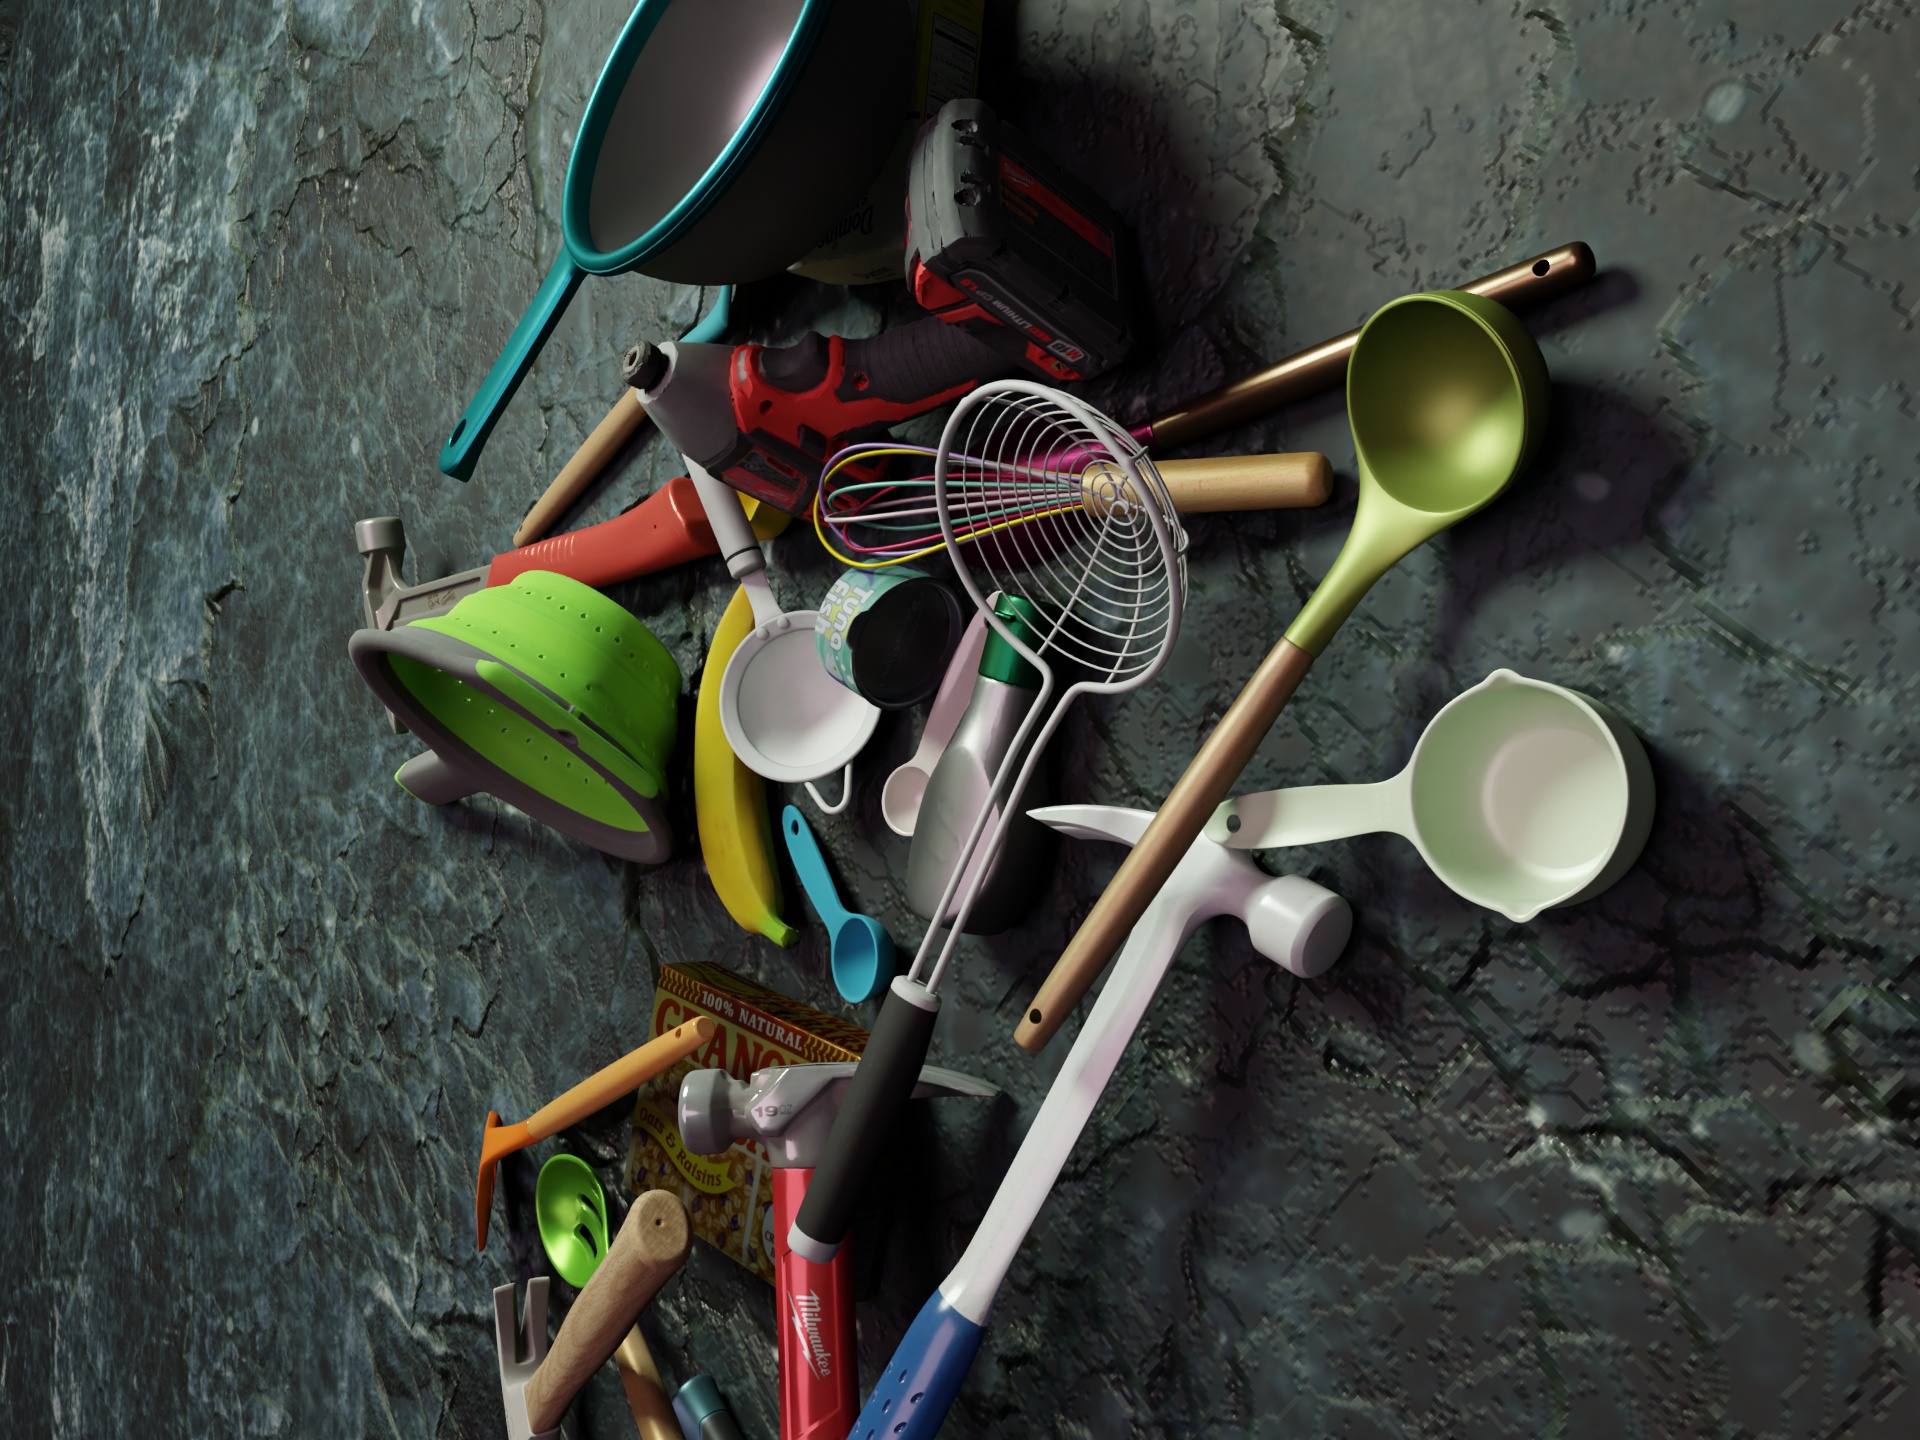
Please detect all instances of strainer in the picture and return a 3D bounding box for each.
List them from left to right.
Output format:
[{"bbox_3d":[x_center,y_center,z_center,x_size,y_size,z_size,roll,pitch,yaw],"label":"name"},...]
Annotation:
[{"bbox_3d":[-0.126,-0.234,0.752,0.340,0.095,0.211,-50,40,21],"label":"strainer"},{"bbox_3d":[-0.102,-0.072,0.800,0.087,0.050,0.258,-25,81,11],"label":"strainer"}]

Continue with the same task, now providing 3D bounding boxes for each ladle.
[{"bbox_3d":[0.102,-0.007,0.577,0.078,0.062,0.320,43,106,38],"label":"ladle"}]

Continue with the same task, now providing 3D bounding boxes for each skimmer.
[{"bbox_3d":[-0.013,0.052,0.624,0.127,0.090,0.363,28,99,39],"label":"skimmer"}]

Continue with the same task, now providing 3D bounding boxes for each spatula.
[{"bbox_3d":[-0.214,0.220,0.880,0.322,0.041,0.081,-35,45,42],"label":"spatula"},{"bbox_3d":[-0.196,-0.197,0.936,0.317,0.044,0.082,-39,41,37],"label":"spatula"}]

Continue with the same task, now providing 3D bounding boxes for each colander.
[{"bbox_3d":[-0.262,-0.006,0.945,0.397,0.204,0.094,-13,41,59],"label":"colander"}]

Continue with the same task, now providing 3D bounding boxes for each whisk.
[{"bbox_3d":[0.037,-0.092,0.673,0.245,0.051,0.047,2,62,32],"label":"whisk"}]

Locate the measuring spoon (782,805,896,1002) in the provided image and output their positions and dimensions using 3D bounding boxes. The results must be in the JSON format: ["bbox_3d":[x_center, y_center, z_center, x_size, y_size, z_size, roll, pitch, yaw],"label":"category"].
[{"bbox_3d":[-0.060,0.087,0.793,0.042,0.021,0.129,-62,39,29],"label":"measuring spoon"}]

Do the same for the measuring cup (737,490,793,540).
[{"bbox_3d":[-0.126,-0.149,0.881,0.062,0.029,0.157,-62,37,20],"label":"measuring cup"}]

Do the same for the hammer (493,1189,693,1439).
[{"bbox_3d":[-0.188,0.309,0.794,0.331,0.031,0.130,-58,45,46],"label":"hammer"}]

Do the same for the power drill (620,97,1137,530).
[{"bbox_3d":[-0.042,-0.167,0.709,0.219,0.143,0.079,-25,55,39],"label":"power drill"}]

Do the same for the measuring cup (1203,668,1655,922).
[{"bbox_3d":[0.161,0.031,0.561,0.167,0.038,0.083,-11,78,47],"label":"measuring cup"}]

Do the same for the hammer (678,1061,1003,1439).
[{"bbox_3d":[-0.043,0.343,0.677,0.143,0.038,0.386,-4,80,8],"label":"hammer"}]

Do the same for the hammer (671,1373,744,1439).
[{"bbox_3d":[-0.050,0.444,0.728,0.331,0.033,0.128,43,116,39],"label":"hammer"}]

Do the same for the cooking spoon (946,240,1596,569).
[{"bbox_3d":[0.102,-0.126,0.648,0.319,0.017,0.069,-16,76,44],"label":"cooking spoon"}]

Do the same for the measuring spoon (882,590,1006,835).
[{"bbox_3d":[-0.001,-0.002,0.745,0.034,0.018,0.124,30,100,37],"label":"measuring spoon"}]

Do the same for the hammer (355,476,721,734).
[{"bbox_3d":[-0.268,-0.080,0.991,0.359,0.036,0.149,-7,95,41],"label":"hammer"}]

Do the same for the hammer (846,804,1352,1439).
[{"bbox_3d":[0.003,0.220,0.635,0.144,0.035,0.405,29,92,44],"label":"hammer"}]

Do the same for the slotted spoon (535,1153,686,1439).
[{"bbox_3d":[-0.167,0.332,0.817,0.314,0.031,0.070,41,116,54],"label":"slotted spoon"}]
